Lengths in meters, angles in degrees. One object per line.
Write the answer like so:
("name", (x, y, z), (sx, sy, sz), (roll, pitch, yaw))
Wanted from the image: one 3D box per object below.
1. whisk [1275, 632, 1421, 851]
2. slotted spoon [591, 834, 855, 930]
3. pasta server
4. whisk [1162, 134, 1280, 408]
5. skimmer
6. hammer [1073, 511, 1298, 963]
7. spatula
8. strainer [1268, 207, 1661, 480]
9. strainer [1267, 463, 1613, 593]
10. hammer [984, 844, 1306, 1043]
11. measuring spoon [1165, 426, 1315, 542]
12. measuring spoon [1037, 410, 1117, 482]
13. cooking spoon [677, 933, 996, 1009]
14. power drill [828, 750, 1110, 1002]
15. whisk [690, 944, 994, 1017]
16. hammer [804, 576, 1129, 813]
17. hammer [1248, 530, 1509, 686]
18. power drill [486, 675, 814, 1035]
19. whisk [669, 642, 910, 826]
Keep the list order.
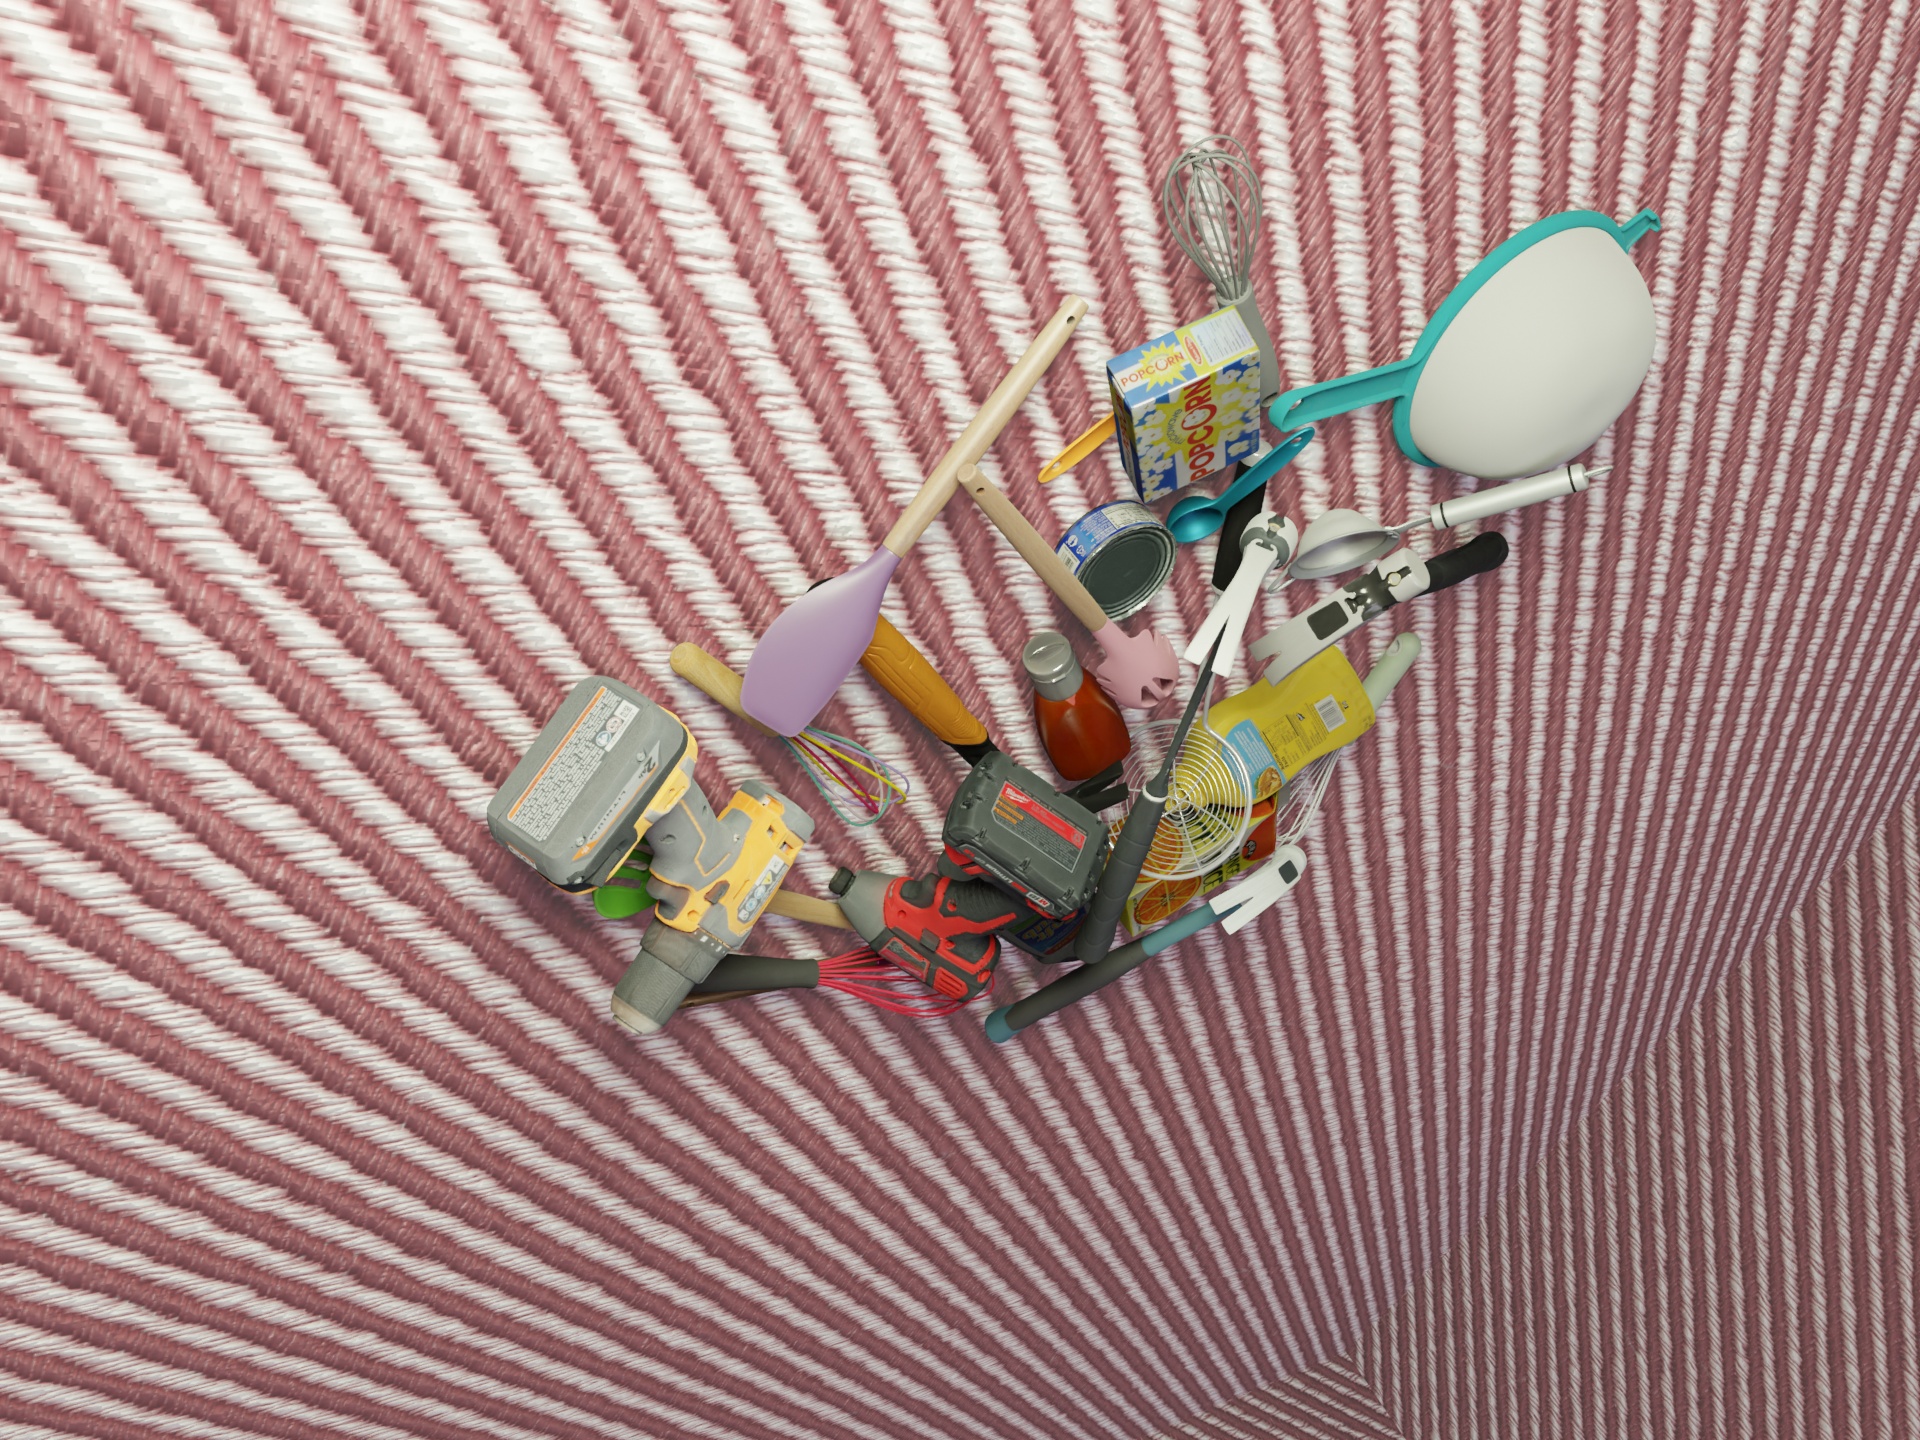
("whisk", (0.338, 0.023, 1.433), (0.059, 0.058, 0.246), (21, 116, -22))
("slotted spoon", (-0.155, 0.130, 1.167), (0.313, 0.031, 0.070), (23, 100, -53))
("pasta server", (0.075, -0.082, 1.049), (0.060, 0.040, 0.315), (-39, 141, 7))
("whisk", (0.167, -0.262, 0.962), (0.055, 0.055, 0.238), (-36, 149, 1))
("skimmer", (0.180, -0.035, 1.191), (0.090, 0.127, 0.363), (-52, 156, -44))
("hammer", (0.147, 0.045, 1.163), (0.149, 0.036, 0.408), (-55, 166, -46))
("spatula", (-0.027, -0.123, 0.946), (0.059, 0.018, 0.316), (34, 99, -26))
("strainer", (0.367, -0.227, 1.104), (0.340, 0.095, 0.210), (-19, 143, -28))
("strainer", (0.344, -0.149, 1.168), (0.258, 0.050, 0.086), (-14, 166, 28))
("hammer", (0.160, 0.211, 1.444), (0.331, 0.033, 0.128), (-33, 175, 23))
("measuring spoon", (0.189, -0.166, 1.084), (0.042, 0.021, 0.128), (11, 142, -42))
("measuring spoon", (0.093, -0.192, 1.011), (0.117, 0.011, 0.021), (-39, 155, 11))
("cooking spoon", (-0.094, 0.201, 1.308), (0.318, 0.017, 0.068), (-6, 135, -36))
("power drill", (-0.001, 0.120, 1.165), (0.219, 0.143, 0.079), (-46, -167, 48))
("whisk", (-0.099, 0.200, 1.254), (0.295, 0.073, 0.073), (6, 129, -32))
("hammer", (-0.002, -0.004, 1.099), (0.127, 0.034, 0.336), (-22, 144, 19))
("hammer", (0.342, -0.102, 1.213), (0.146, 0.035, 0.334), (-35, 171, 38))
("power drill", (-0.199, 0.094, 1.003), (0.185, 0.084, 0.226), (-56, 148, -11))
("whisk", (-0.112, 0.011, 1.054), (0.051, 0.047, 0.244), (-51, 140, 0))
